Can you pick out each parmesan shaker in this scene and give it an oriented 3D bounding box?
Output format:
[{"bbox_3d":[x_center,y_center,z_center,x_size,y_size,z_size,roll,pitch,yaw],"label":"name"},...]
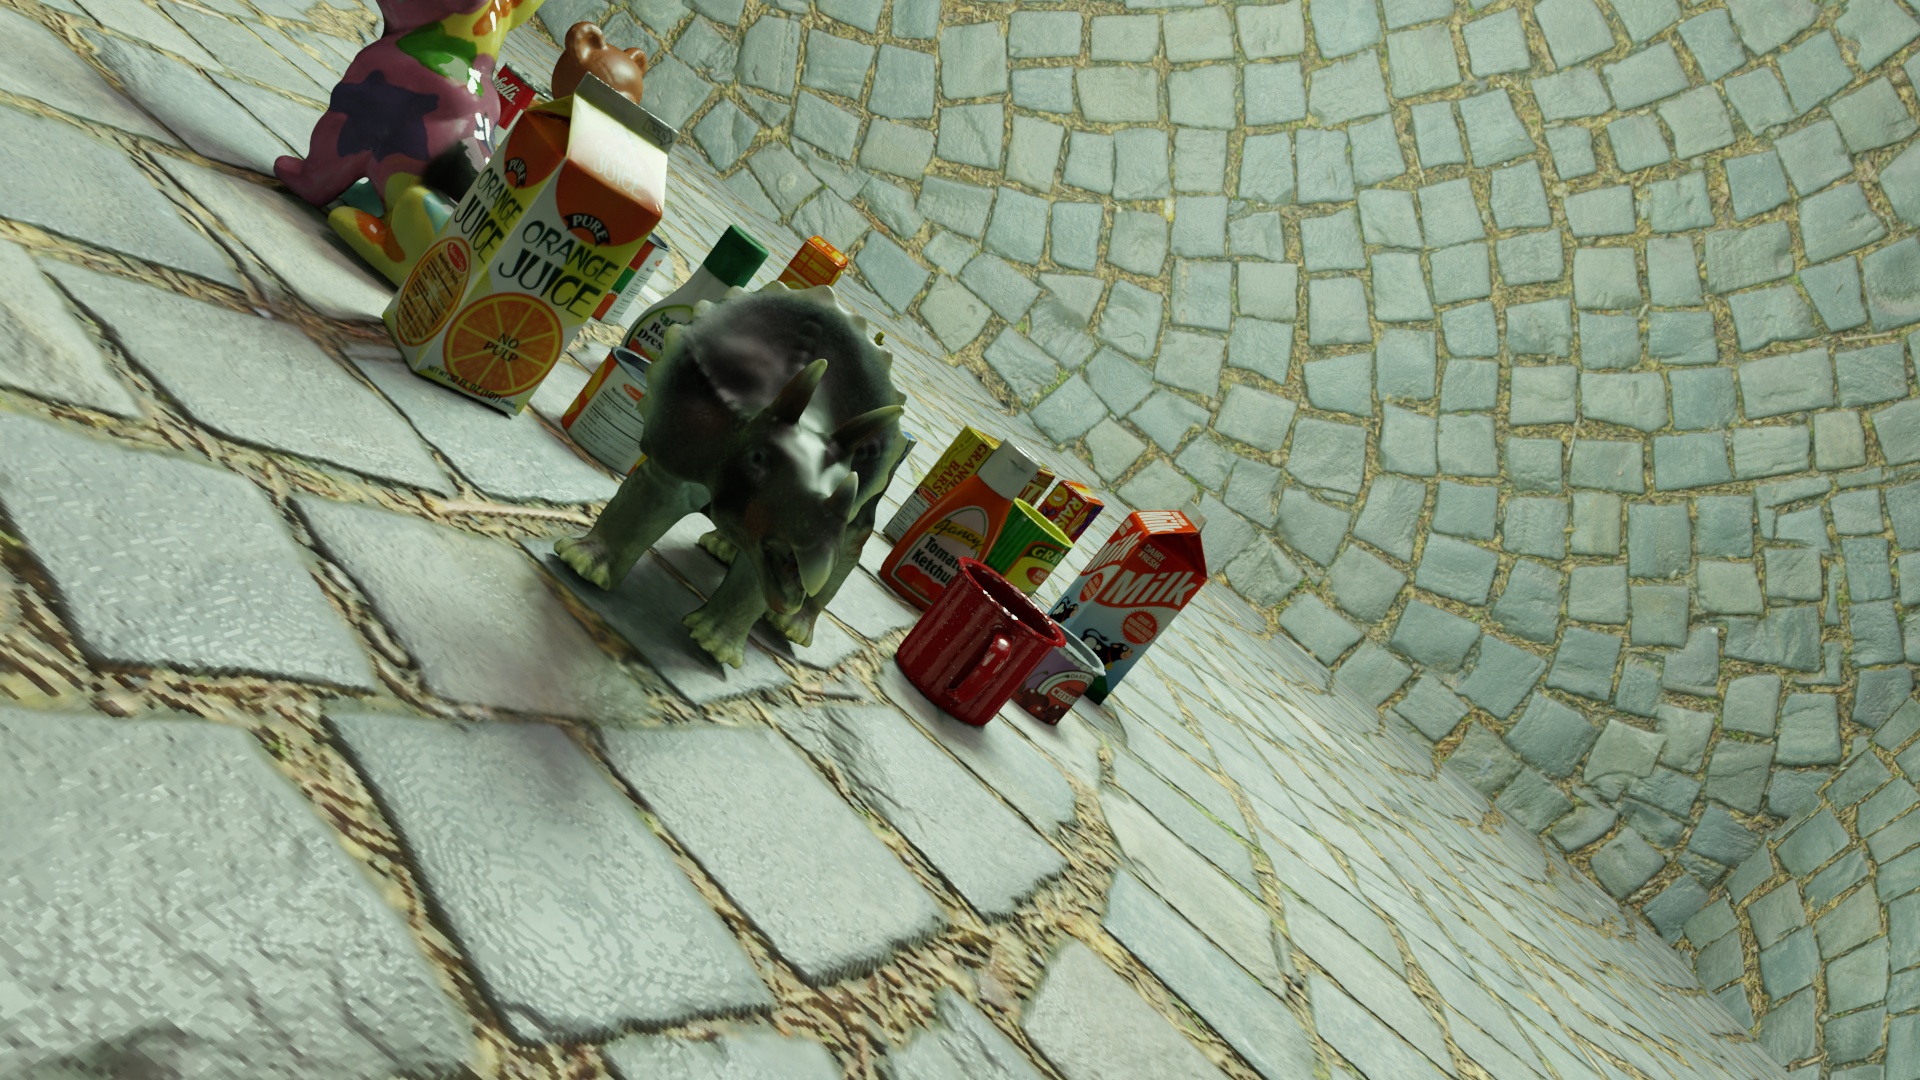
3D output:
[{"bbox_3d":[0.040,0.024,1.190,0.071,0.103,0.071,38,10,-8],"label":"parmesan shaker"}]

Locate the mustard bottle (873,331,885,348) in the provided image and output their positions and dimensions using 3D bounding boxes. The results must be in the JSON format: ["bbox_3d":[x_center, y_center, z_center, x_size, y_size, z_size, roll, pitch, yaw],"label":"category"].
[{"bbox_3d":[-0.102,-0.087,1.012,0.065,0.160,0.049,36,10,-16],"label":"mustard bottle"}]

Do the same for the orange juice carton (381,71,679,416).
[{"bbox_3d":[-0.244,-0.175,0.804,0.072,0.192,0.073,28,15,-49],"label":"orange juice carton"}]

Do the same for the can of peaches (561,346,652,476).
[{"bbox_3d":[-0.212,-0.082,0.893,0.071,0.058,0.071,38,10,-8],"label":"can of peaches"}]

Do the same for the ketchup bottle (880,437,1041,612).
[{"bbox_3d":[0.004,-0.014,1.096,0.064,0.148,0.043,37,10,-11],"label":"ketchup bottle"}]

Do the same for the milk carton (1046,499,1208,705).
[{"bbox_3d":[0.152,0.045,1.241,0.073,0.190,0.072,37,10,-14],"label":"milk carton"}]

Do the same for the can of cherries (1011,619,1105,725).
[{"bbox_3d":[0.069,0.102,1.078,0.071,0.058,0.071,38,10,-8],"label":"can of cherries"}]

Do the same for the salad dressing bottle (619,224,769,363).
[{"bbox_3d":[-0.204,-0.172,1.060,0.064,0.147,0.044,39,10,-2],"label":"salad dressing bottle"}]

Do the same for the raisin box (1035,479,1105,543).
[{"bbox_3d":[0.088,-0.003,1.415,0.040,0.123,0.086,42,10,15],"label":"raisin box"}]

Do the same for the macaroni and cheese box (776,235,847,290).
[{"bbox_3d":[-0.164,-0.189,1.219,0.040,0.166,0.124,37,10,-10],"label":"macaroni and cheese box"}]

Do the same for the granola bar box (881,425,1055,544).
[{"bbox_3d":[0.012,-0.034,1.285,0.039,0.124,0.165,43,11,21],"label":"granola bar box"}]

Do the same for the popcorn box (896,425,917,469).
[{"bbox_3d":[-0.092,-0.067,1.171,0.038,0.085,0.127,41,10,12],"label":"popcorn box"}]

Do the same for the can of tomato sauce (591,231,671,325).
[{"bbox_3d":[-0.301,-0.237,1.188,0.071,0.083,0.071,38,10,-8],"label":"can of tomato sauce"}]
